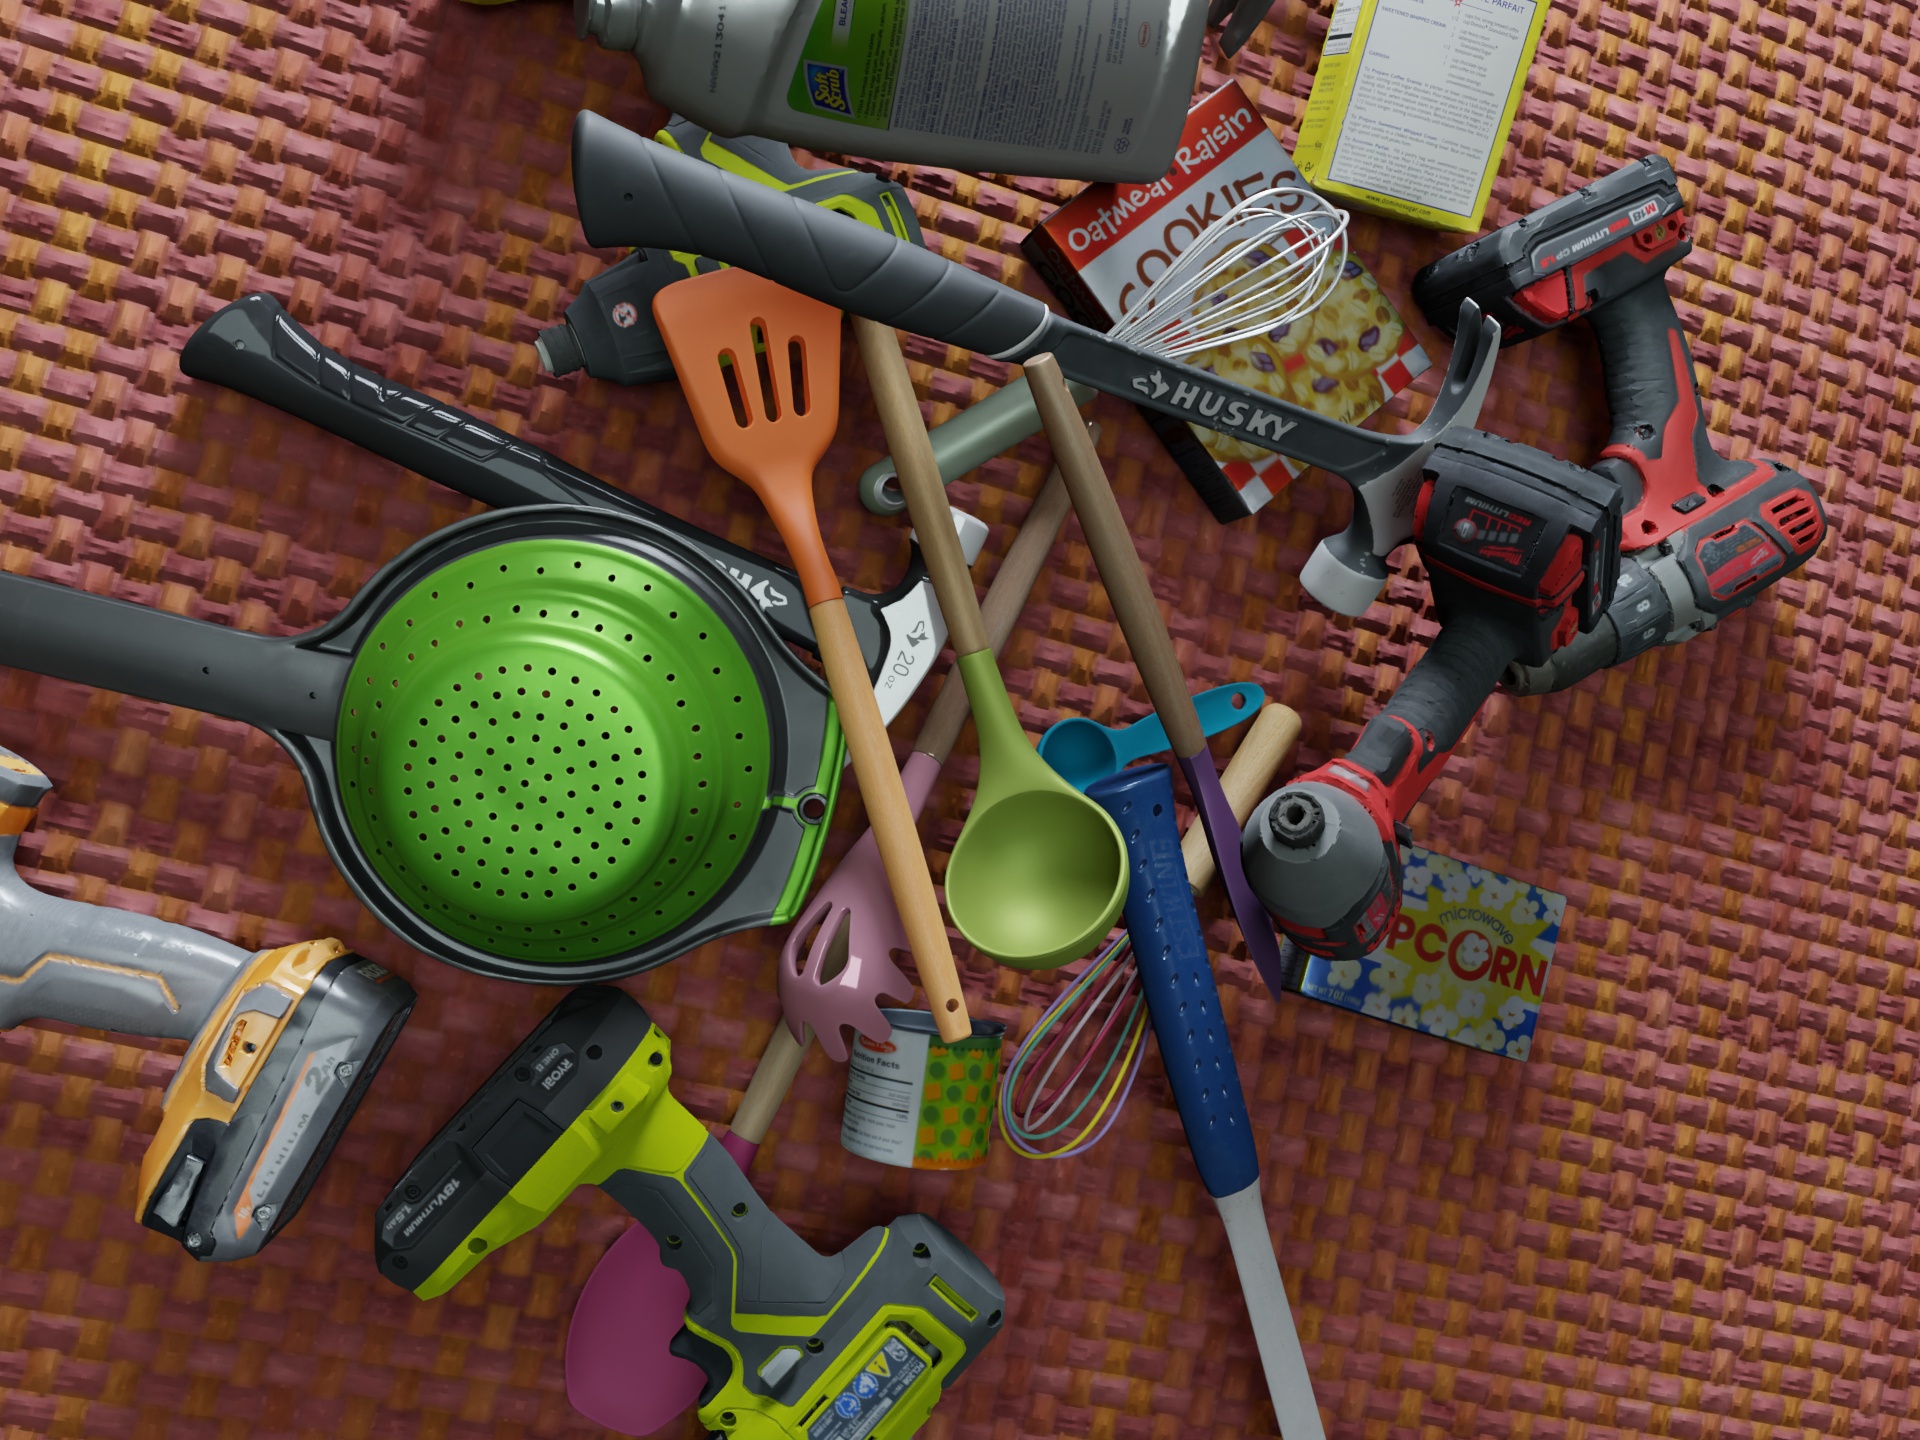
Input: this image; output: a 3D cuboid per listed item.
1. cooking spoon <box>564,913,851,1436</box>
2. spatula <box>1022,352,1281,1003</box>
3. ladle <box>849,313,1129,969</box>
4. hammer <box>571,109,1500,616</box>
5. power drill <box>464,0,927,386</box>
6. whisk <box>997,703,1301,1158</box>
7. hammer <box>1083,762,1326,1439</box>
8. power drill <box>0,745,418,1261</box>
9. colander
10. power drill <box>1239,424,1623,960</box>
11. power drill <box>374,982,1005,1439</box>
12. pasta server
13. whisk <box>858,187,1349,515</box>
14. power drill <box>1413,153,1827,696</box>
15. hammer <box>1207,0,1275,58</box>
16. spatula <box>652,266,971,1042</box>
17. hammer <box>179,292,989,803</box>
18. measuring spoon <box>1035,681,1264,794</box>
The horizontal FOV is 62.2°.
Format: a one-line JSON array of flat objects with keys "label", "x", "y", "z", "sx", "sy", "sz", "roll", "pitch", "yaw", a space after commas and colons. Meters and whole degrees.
[{"label": "cooking spoon", "x": -0.084, "y": 0.161, "z": 0.705, "sx": 0.068, "sy": 0.017, "sz": 0.319, "roll": 27, "pitch": 82, "yaw": -5}, {"label": "spatula", "x": 0.090, "y": -0.008, "z": 0.678, "sx": 0.018, "sy": 0.060, "sz": 0.315, "roll": -16, "pitch": 114, "yaw": 19}, {"label": "ladle", "x": -0.004, "y": -0.053, "z": 0.657, "sx": 0.078, "sy": 0.062, "sz": 0.320, "roll": -17, "pitch": 91, "yaw": 9}, {"label": "hammer", "x": 0.042, "y": -0.155, "z": 0.641, "sx": 0.408, "sy": 0.036, "sz": 0.149, "roll": 14, "pitch": 122, "yaw": -25}, {"label": "power drill", "x": -0.131, "y": -0.263, "z": 0.682, "sx": 0.171, "sy": 0.080, "sz": 0.223, "roll": -23, "pitch": 97, "yaw": -14}, {"label": "whisk", "x": 0.089, "y": 0.093, "z": 0.741, "sx": 0.051, "sy": 0.047, "sz": 0.245, "roll": 39, "pitch": 75, "yaw": -21}, {"label": "hammer", "x": 0.121, "y": 0.220, "z": 0.711, "sx": 0.144, "sy": 0.035, "sz": 0.405, "roll": -20, "pitch": 98, "yaw": -27}, {"label": "power drill", "x": -0.354, "y": 0.126, "z": 0.612, "sx": 0.226, "sy": 0.084, "sz": 0.185, "roll": 29, "pitch": 82, "yaw": -7}, {"label": "colander", "x": -0.242, "y": -0.002, "z": 0.617, "sx": 0.397, "sy": 0.094, "sz": 0.204, "roll": 14, "pitch": 96, "yaw": -7}, {"label": "power drill", "x": 0.194, "y": -0.006, "z": 0.680, "sx": 0.079, "sy": 0.143, "sz": 0.220, "roll": 29, "pitch": 82, "yaw": 28}, {"label": "power drill", "x": -0.121, "y": 0.239, "z": 0.649, "sx": 0.228, "sy": 0.080, "sz": 0.190, "roll": 43, "pitch": 85, "yaw": -6}, {"label": "pasta server", "x": -0.001, "y": -0.002, "z": 0.709, "sx": 0.060, "sy": 0.040, "sz": 0.316, "roll": 15, "pitch": 68, "yaw": 29}, {"label": "whisk", "x": 0.061, "y": -0.159, "z": 0.706, "sx": 0.246, "sy": 0.059, "sz": 0.057, "roll": -29, "pitch": 115, "yaw": 9}, {"label": "power drill", "x": 0.310, "y": -0.137, "z": 0.785, "sx": 0.188, "sy": 0.080, "sz": 0.226, "roll": -28, "pitch": 98, "yaw": -13}, {"label": "hammer", "x": -0.020, "y": -0.340, "z": 0.654, "sx": 0.386, "sy": 0.143, "sz": 0.038, "roll": -10, "pitch": 64, "yaw": -21}, {"label": "spatula", "x": -0.046, "y": -0.026, "z": 0.646, "sx": 0.081, "sy": 0.041, "sz": 0.323, "roll": -16, "pitch": 86, "yaw": -21}, {"label": "hammer", "x": -0.166, "y": -0.087, "z": 0.681, "sx": 0.334, "sy": 0.035, "sz": 0.146, "roll": 24, "pitch": 92, "yaw": -9}, {"label": "measuring spoon", "x": 0.089, "y": 0.007, "z": 0.758, "sx": 0.128, "sy": 0.021, "sz": 0.042, "roll": -19, "pitch": 92, "yaw": -23}]
